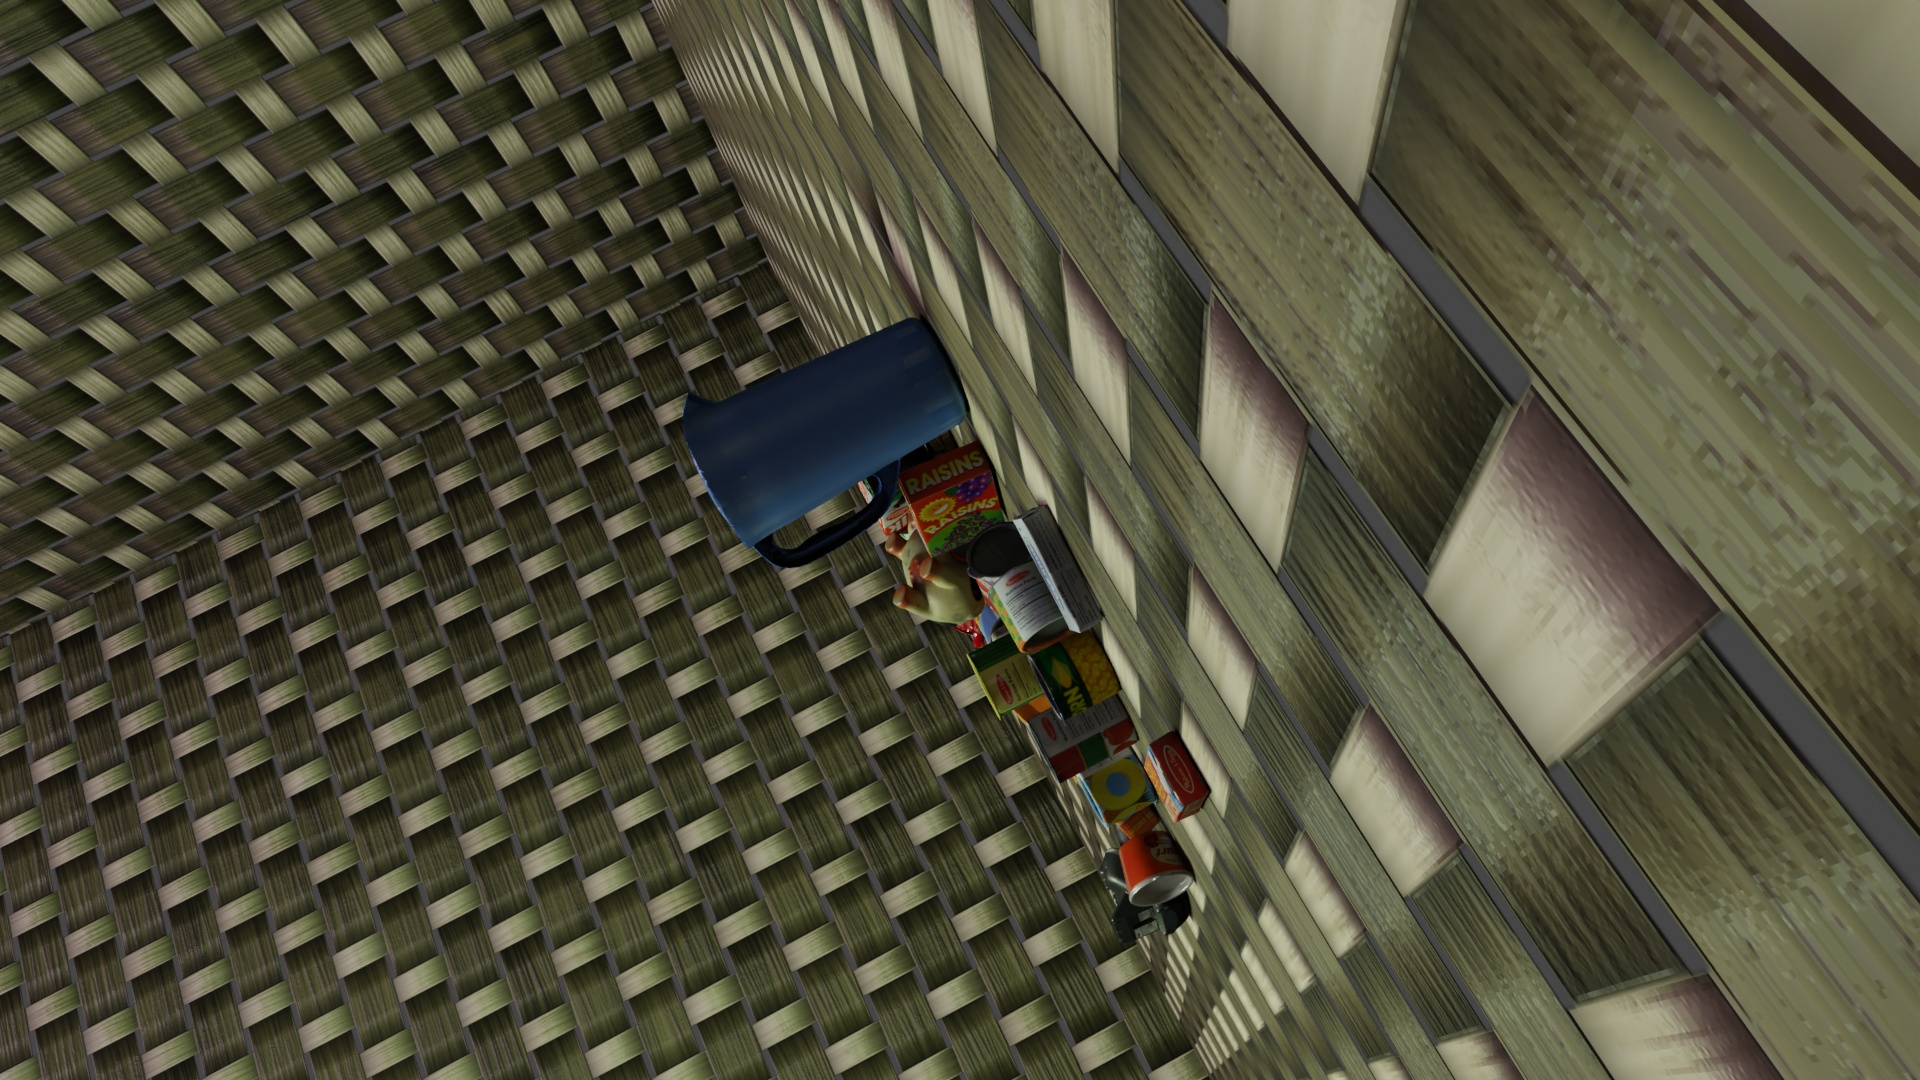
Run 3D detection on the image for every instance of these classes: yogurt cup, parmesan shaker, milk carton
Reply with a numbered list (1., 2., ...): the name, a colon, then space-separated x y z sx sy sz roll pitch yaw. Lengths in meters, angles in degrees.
1. yogurt cup: 0.194 0.328 1.397 0.072 0.072 0.054 68 -179 -53
2. parmesan shaker: 0.067 0.114 1.289 0.071 0.103 0.071 63 176 8
3. milk carton: -0.073 -0.063 1.591 0.072 0.073 0.190 61 173 12

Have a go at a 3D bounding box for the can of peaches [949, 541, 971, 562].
1. can of peaches: 0.005 -0.018 1.453 0.058 0.071 0.071 58 174 38

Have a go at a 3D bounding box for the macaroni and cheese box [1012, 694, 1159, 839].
1. macaroni and cheese box: 0.128 0.230 1.458 0.166 0.040 0.124 48 176 -11

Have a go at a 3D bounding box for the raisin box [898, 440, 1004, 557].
1. raisin box: -0.007 -0.040 1.353 0.123 0.086 0.040 71 176 -64

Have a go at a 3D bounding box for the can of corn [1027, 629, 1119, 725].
1. can of corn: 0.101 0.119 1.217 0.071 0.058 0.071 62 176 8

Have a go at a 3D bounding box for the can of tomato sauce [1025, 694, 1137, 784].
1. can of tomato sauce: 0.112 0.177 1.278 0.071 0.083 0.071 62 176 8

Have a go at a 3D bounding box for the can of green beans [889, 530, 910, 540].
1. can of green beans: -0.063 -0.027 1.730 0.071 0.071 0.057 61 177 25

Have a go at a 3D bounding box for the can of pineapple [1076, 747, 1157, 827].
1. can of pineapple: 0.153 0.242 1.364 0.071 0.058 0.071 62 176 8

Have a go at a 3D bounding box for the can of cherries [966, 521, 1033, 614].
1. can of cherries: 0.043 0.027 1.256 0.072 0.071 0.058 59 174 45

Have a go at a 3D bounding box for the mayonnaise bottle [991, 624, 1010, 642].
1. mayonnaise bottle: 0.094 0.152 1.530 0.148 0.065 0.041 60 176 -12

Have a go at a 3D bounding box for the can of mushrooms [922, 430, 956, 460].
1. can of mushrooms: -0.032 -0.120 1.535 0.071 0.033 0.071 63 176 8

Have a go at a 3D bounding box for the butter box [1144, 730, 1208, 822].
1. butter box: 0.164 0.183 1.064 0.053 0.024 0.103 62 176 20

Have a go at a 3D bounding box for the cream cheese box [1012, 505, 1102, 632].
1. cream cheese box: 0.078 0.022 1.112 0.103 0.024 0.053 63 175 -1

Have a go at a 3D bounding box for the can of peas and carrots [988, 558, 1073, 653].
1. can of peas and carrots: 0.067 0.056 1.189 0.059 0.071 0.070 61 175 22

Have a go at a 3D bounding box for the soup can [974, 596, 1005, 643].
1. soup can: 0.056 0.097 1.584 0.071 0.071 0.084 64 176 -21
